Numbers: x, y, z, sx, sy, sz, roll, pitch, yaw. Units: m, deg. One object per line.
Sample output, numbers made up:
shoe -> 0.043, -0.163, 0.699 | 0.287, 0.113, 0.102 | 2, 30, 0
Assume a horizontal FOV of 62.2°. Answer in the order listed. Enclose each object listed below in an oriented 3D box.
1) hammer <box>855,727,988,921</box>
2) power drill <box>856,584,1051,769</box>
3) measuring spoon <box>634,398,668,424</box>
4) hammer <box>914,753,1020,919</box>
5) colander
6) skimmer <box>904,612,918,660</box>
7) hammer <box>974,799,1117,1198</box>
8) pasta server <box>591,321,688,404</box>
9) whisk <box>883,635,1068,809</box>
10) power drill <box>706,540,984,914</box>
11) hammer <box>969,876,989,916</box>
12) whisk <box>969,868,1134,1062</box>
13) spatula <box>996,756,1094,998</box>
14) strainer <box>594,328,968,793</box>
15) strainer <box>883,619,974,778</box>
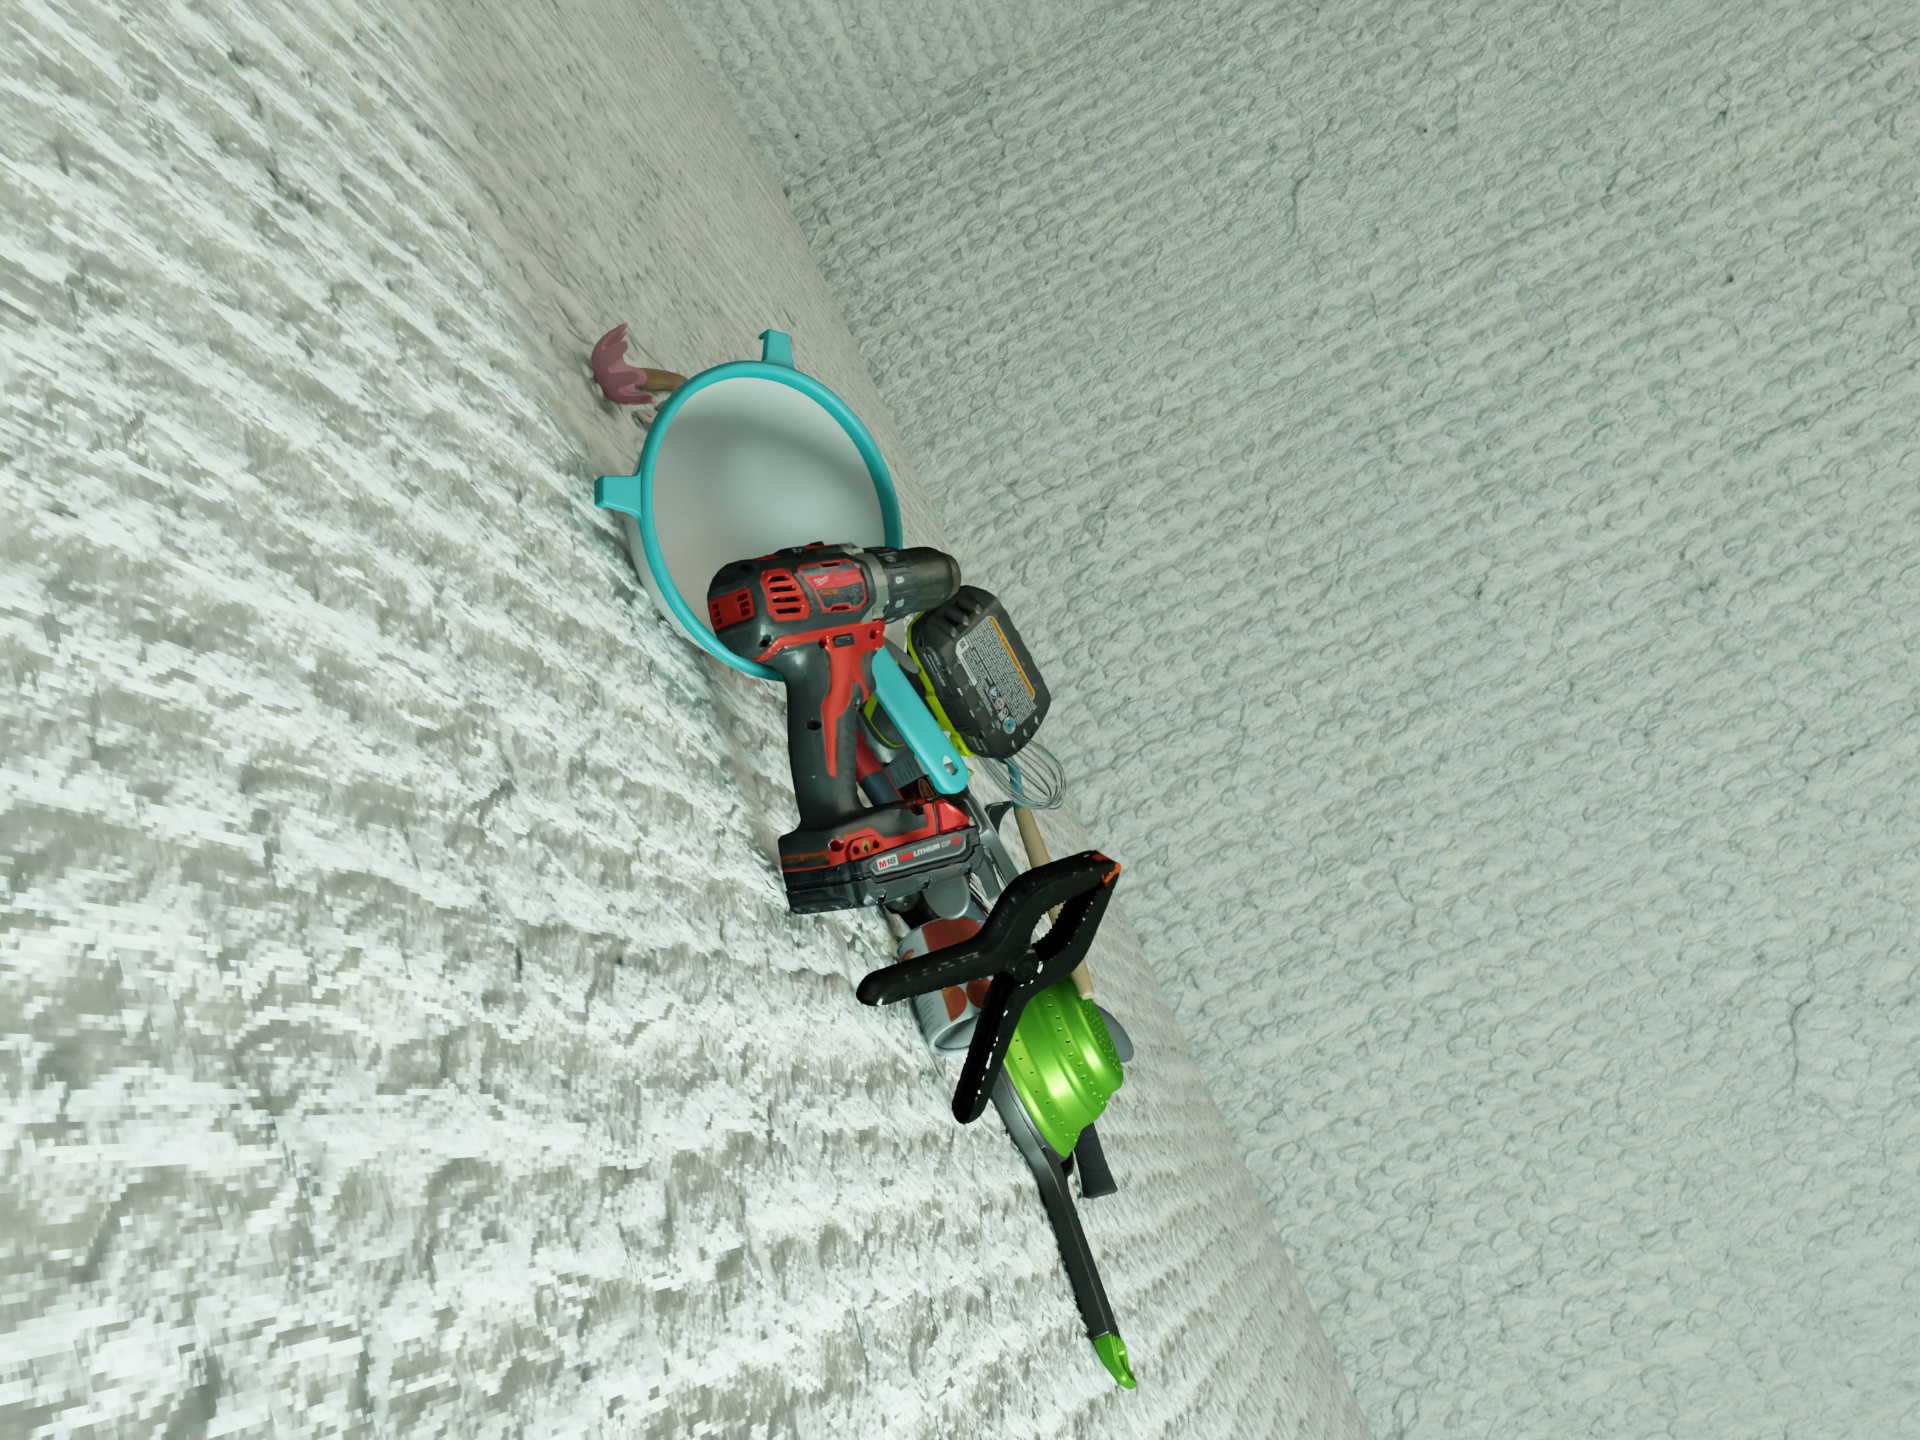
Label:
hammer -> -0.069, 0.050, 1.267 | 0.386, 0.038, 0.143 | 59, -1, -28
power drill -> -0.053, -0.046, 1.287 | 0.228, 0.080, 0.190 | 0, -53, 49
measuring spoon -> -0.238, -0.250, 1.283 | 0.034, 0.018, 0.124 | 33, 12, -3
hammer -> 0.001, 0.104, 1.249 | 0.146, 0.035, 0.335 | 61, 5, -5
colander -> 0.099, 0.337, 1.304 | 0.204, 0.094, 0.398 | 55, 10, -49
skimmer -> -0.077, -0.096, 1.733 | 0.364, 0.090, 0.127 | -95, 166, -63
hammer -> 0.078, 0.261, 1.529 | 0.149, 0.036, 0.409 | 104, -26, -53
pasta server -> -0.248, -0.279, 1.284 | 0.316, 0.040, 0.060 | -84, 155, -80
whisk -> -0.002, -0.004, 1.378 | 0.239, 0.055, 0.055 | 39, 7, 0
power drill -> -0.055, -0.005, 1.016 | 0.188, 0.080, 0.227 | -14, 90, -43
hammer -> -0.020, 0.116, 1.515 | 0.331, 0.033, 0.128 | 64, 6, 4
whisk -> 0.065, 0.207, 1.451 | 0.284, 0.070, 0.070 | 48, 9, -9
spatula -> 0.052, 0.106, 1.402 | 0.082, 0.044, 0.318 | 66, 3, -57
strainer -> -0.113, -0.078, 1.087 | 0.340, 0.095, 0.211 | 56, 51, -24
strainer -> -0.061, -0.057, 1.449 | 0.256, 0.069, 0.151 | 47, 4, 2
